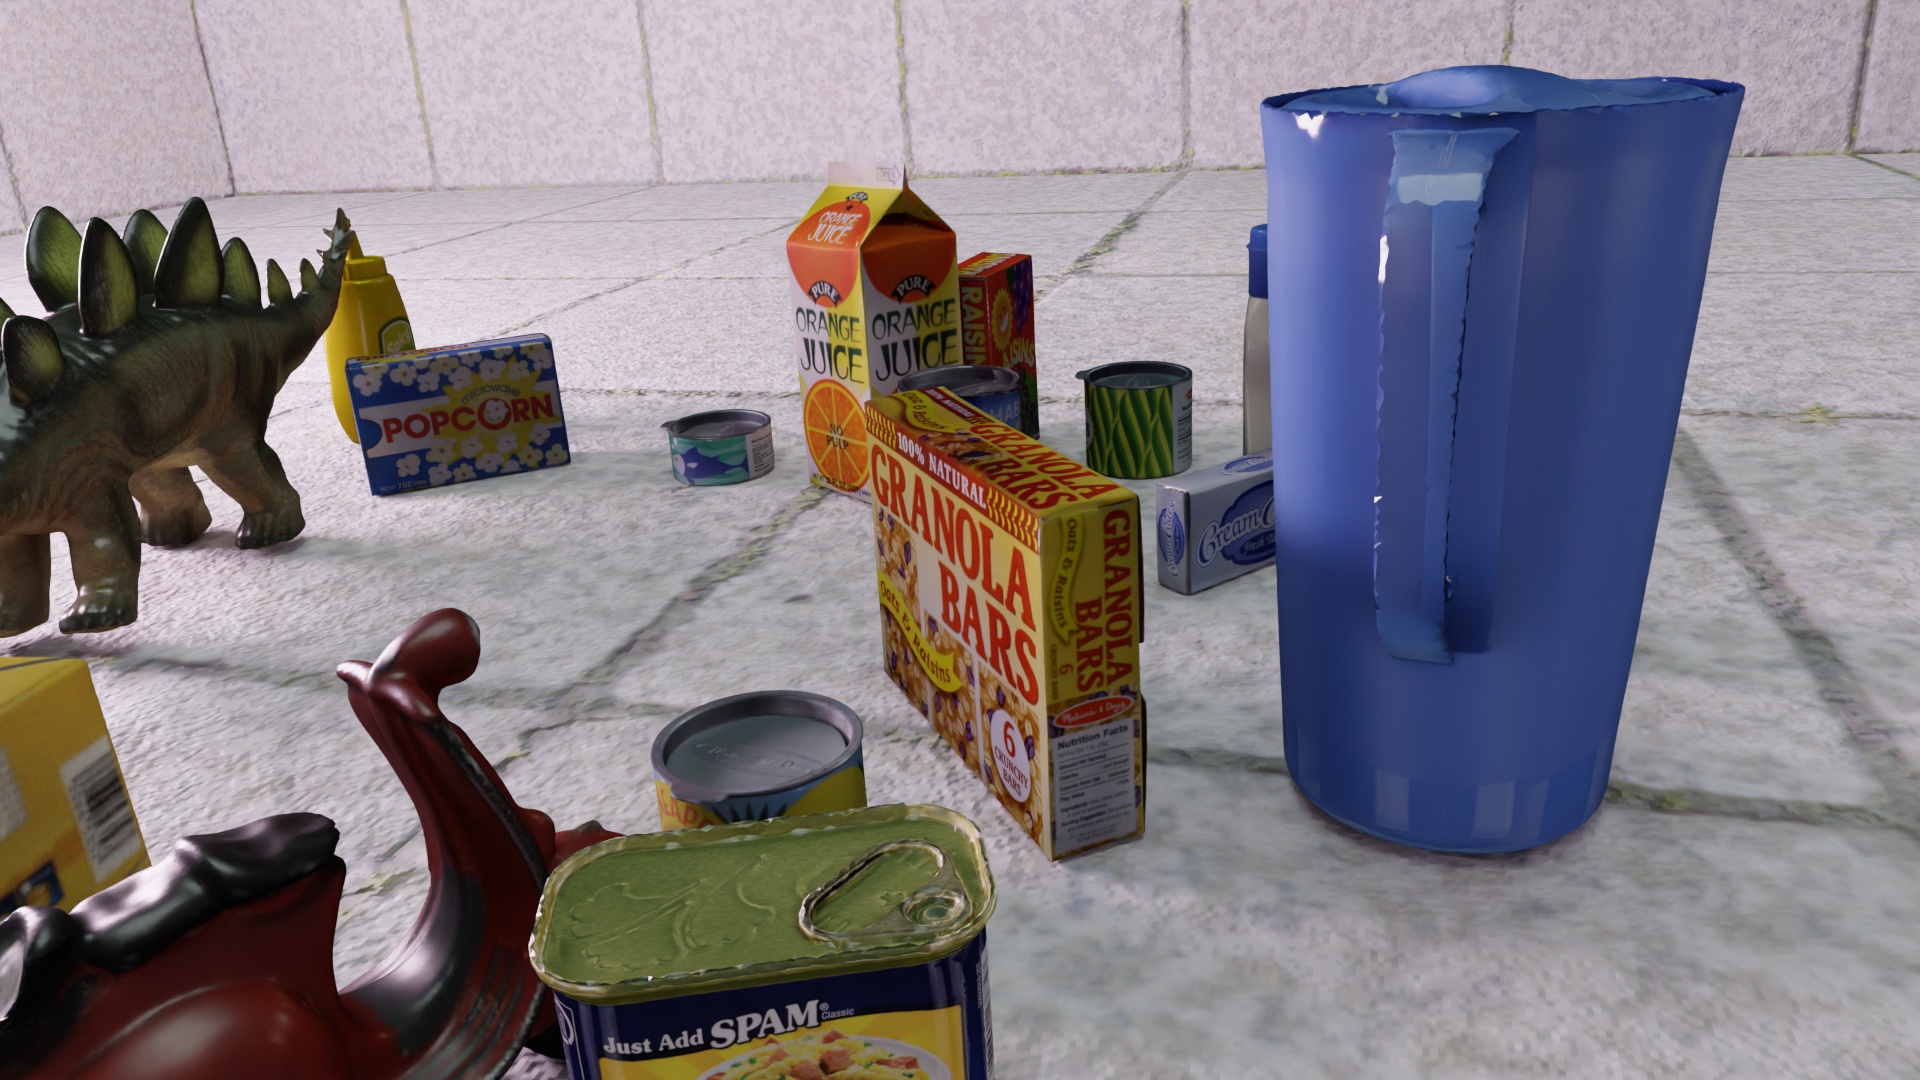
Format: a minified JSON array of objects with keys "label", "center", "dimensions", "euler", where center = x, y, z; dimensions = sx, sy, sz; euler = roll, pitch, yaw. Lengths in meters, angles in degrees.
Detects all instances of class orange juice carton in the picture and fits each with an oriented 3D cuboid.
[{"label":"orange juice carton","center":[-0.049,-0.124,0.816],"dimensions":[0.073,0.192,0.072],"euler":[-20,26,-37]}]

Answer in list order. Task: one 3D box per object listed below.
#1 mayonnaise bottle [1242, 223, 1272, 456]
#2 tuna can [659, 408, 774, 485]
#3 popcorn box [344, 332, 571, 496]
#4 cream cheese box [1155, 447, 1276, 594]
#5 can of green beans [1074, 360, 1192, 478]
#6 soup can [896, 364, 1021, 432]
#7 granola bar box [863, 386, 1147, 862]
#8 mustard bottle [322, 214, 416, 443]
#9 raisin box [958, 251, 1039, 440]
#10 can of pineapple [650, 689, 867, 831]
[{"label":"mayonnaise bottle","center":[0.182,-0.103,0.788],"dimensions":[0.041,0.147,0.065],"euler":[4,21,20]},{"label":"tuna can","center":[-0.155,-0.060,0.888],"dimensions":[0.071,0.032,0.071],"euler":[-3,20,1]},{"label":"popcorn box","center":[-0.324,-0.083,0.902],"dimensions":[0.127,0.085,0.038],"euler":[-12,22,-22]},{"label":"cream cheese box","center":[0.141,-0.013,0.687],"dimensions":[0.104,0.053,0.024],"euler":[-17,24,-32]},{"label":"can of green beans","center":[0.109,-0.074,0.850],"dimensions":[0.071,0.057,0.071],"euler":[-3,20,1]},{"label":"soup can","center":[0.003,-0.047,0.757],"dimensions":[0.071,0.083,0.071],"euler":[-3,20,1]},{"label":"granola bar box","center":[0.012,0.021,0.514],"dimensions":[0.039,0.123,0.166],"euler":[-11,22,-20]},{"label":"mustard bottle","center":[-0.423,-0.151,0.991],"dimensions":[0.049,0.159,0.065],"euler":[0,20,11]},{"label":"raisin box","center":[0.017,-0.113,0.874],"dimensions":[0.040,0.123,0.086],"euler":[5,22,22]},{"label":"can of pineapple","center":[-0.063,0.088,0.441],"dimensions":[0.071,0.057,0.071],"euler":[-3,20,1]}]
